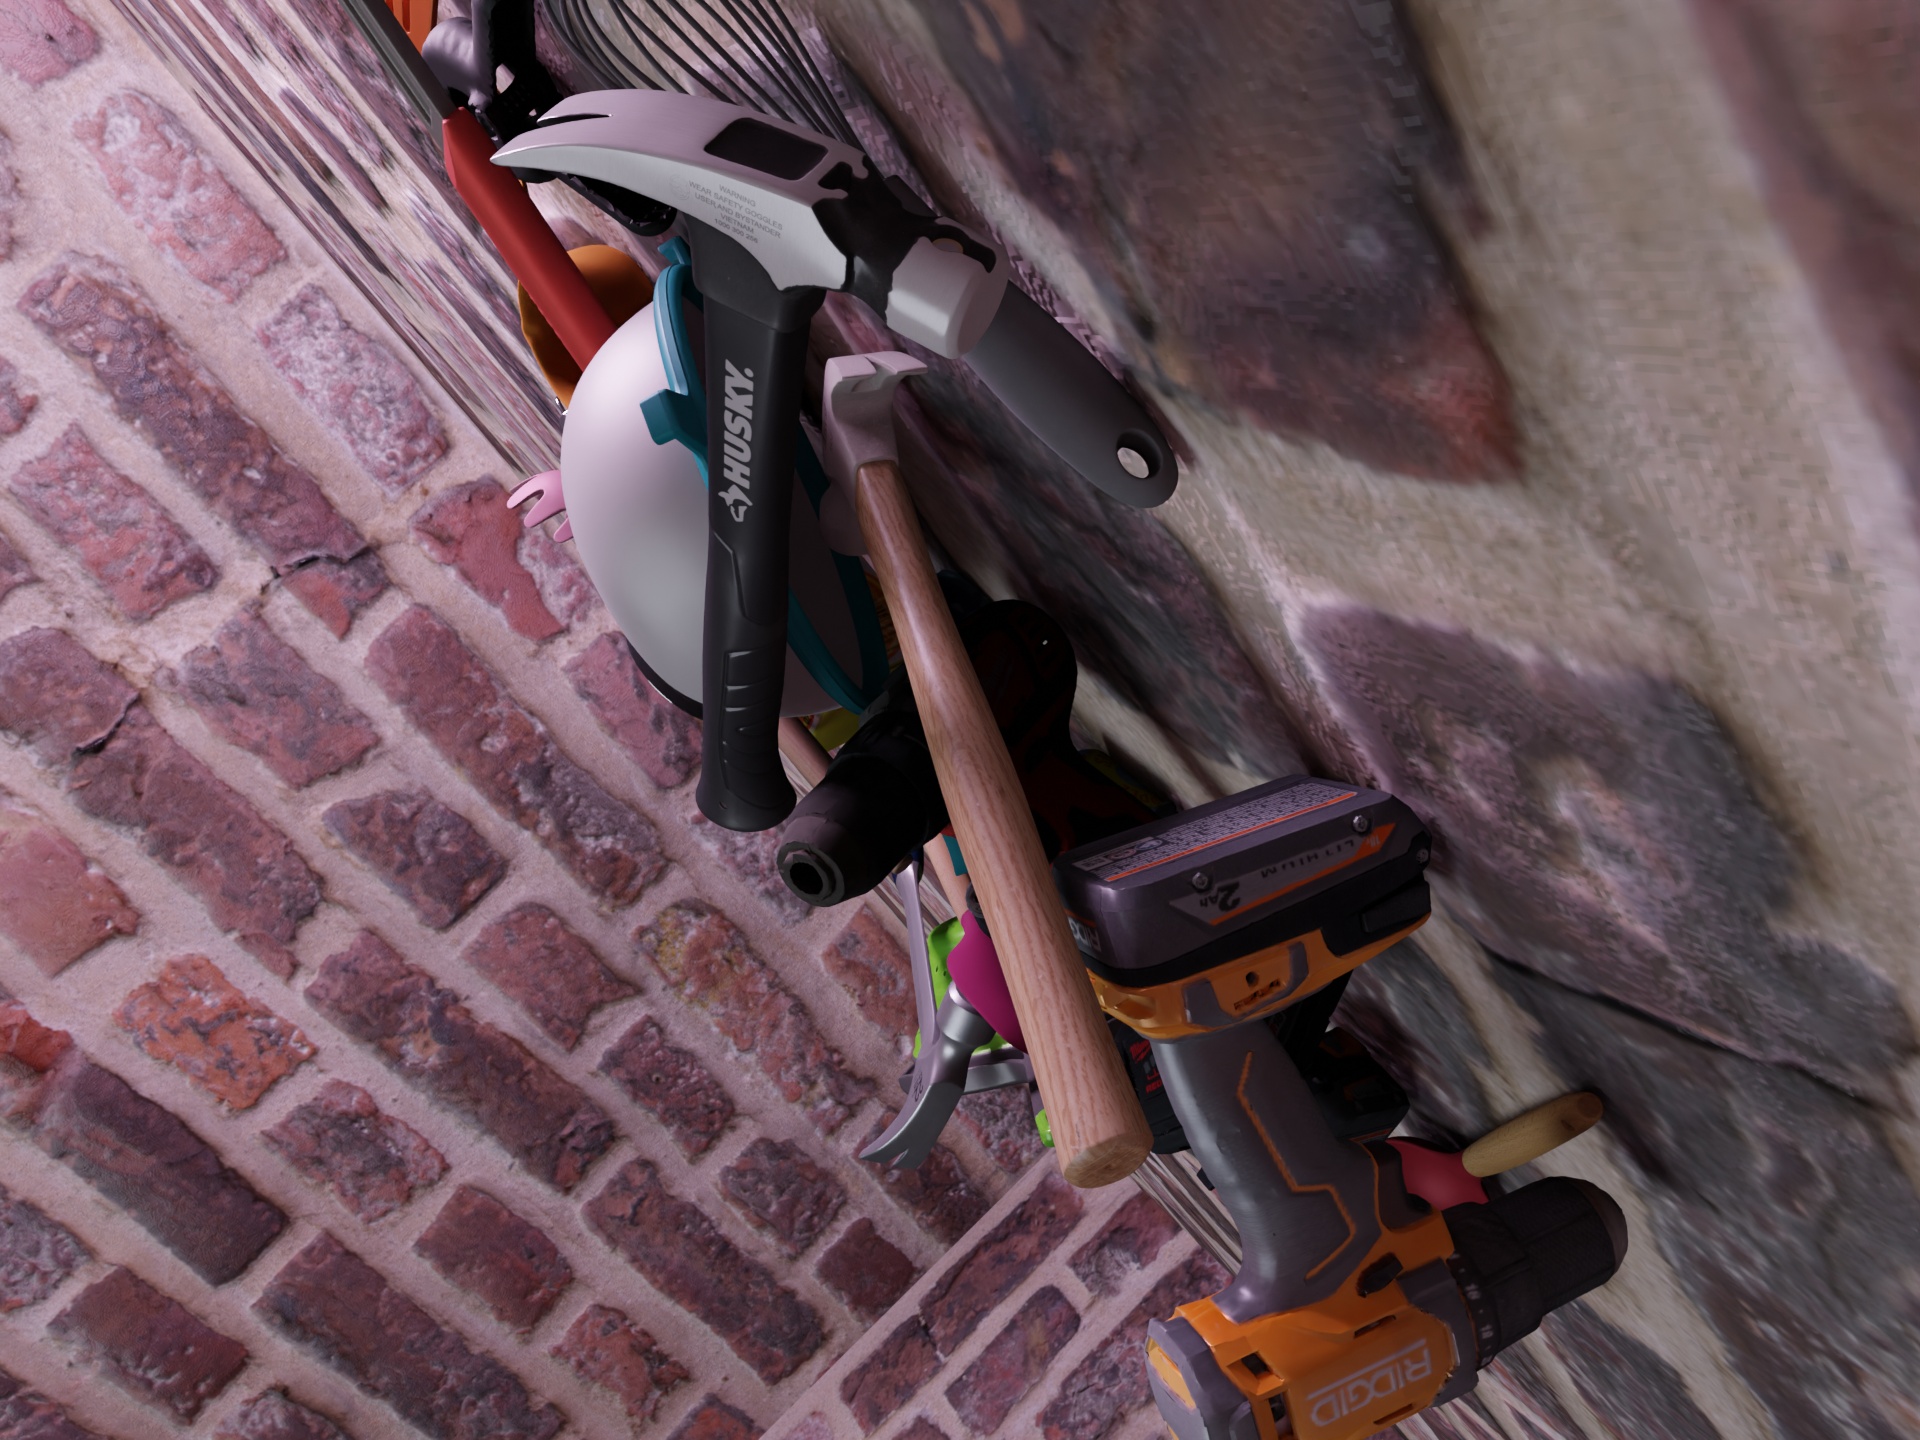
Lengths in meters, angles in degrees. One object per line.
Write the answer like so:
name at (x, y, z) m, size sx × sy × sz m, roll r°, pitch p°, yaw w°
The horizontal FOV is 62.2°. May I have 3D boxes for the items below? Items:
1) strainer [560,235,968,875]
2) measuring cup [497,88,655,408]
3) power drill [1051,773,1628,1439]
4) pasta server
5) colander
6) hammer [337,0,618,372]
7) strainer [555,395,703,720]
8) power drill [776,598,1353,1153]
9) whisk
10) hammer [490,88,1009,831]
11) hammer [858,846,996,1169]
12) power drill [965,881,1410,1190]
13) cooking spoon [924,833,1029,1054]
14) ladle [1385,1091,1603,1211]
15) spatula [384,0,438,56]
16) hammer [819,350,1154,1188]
strainer at (-0.091, -0.037, 0.737) m, size 0.211 × 0.095 × 0.340 m, roll -102°, pitch -12°, yaw -54°
measuring cup at (-0.198, -0.244, 0.827) m, size 0.095 × 0.052 × 0.173 m, roll 28°, pitch 137°, yaw 46°
power drill at (0.138, 0.136, 0.557) m, size 0.084 × 0.185 × 0.226 m, roll -167°, pitch 61°, yaw -72°
pasta server at (-0.134, -0.032, 0.849) m, size 0.316 × 0.040 × 0.060 m, roll 47°, pitch -164°, yaw 18°
colander at (0.043, 0.163, 0.956) m, size 0.397 × 0.204 × 0.094 m, roll 150°, pitch 100°, yaw -90°
hammer at (-0.196, -0.224, 0.700) m, size 0.149 × 0.037 × 0.358 m, roll 25°, pitch 156°, yaw 42°
strainer at (-0.160, -0.088, 0.831) m, size 0.086 × 0.050 × 0.259 m, roll 2°, pitch -134°, yaw -48°
power drill at (0.042, 0.070, 0.649) m, size 0.226 × 0.188 × 0.080 m, roll 46°, pitch 131°, yaw -2°
whisk at (-0.027, -0.146, 0.458) m, size 0.239 × 0.055 × 0.055 m, roll 43°, pitch 170°, yaw -2°
hammer at (-0.078, -0.058, 0.546) m, size 0.146 × 0.035 × 0.334 m, roll 29°, pitch 147°, yaw 10°
hammer at (-0.036, 0.113, 1.036) m, size 0.035 × 0.144 × 0.406 m, roll 16°, pitch -154°, yaw -16°
power drill at (0.104, 0.145, 0.811) m, size 0.227 × 0.084 × 0.164 m, roll 43°, pitch -165°, yaw 30°
cooking spoon at (0.002, 0.101, 0.908) m, size 0.068 × 0.017 × 0.319 m, roll 31°, pitch -168°, yaw -23°
ladle at (0.239, 0.197, 0.723) m, size 0.069 × 0.031 × 0.315 m, roll 34°, pitch 165°, yaw 16°
spatula at (-0.251, -0.311, 0.851) m, size 0.081 × 0.041 × 0.322 m, roll 45°, pitch 174°, yaw 15°
hammer at (-0.001, -0.002, 0.552) m, size 0.130 × 0.031 × 0.332 m, roll 95°, pitch 160°, yaw -54°
